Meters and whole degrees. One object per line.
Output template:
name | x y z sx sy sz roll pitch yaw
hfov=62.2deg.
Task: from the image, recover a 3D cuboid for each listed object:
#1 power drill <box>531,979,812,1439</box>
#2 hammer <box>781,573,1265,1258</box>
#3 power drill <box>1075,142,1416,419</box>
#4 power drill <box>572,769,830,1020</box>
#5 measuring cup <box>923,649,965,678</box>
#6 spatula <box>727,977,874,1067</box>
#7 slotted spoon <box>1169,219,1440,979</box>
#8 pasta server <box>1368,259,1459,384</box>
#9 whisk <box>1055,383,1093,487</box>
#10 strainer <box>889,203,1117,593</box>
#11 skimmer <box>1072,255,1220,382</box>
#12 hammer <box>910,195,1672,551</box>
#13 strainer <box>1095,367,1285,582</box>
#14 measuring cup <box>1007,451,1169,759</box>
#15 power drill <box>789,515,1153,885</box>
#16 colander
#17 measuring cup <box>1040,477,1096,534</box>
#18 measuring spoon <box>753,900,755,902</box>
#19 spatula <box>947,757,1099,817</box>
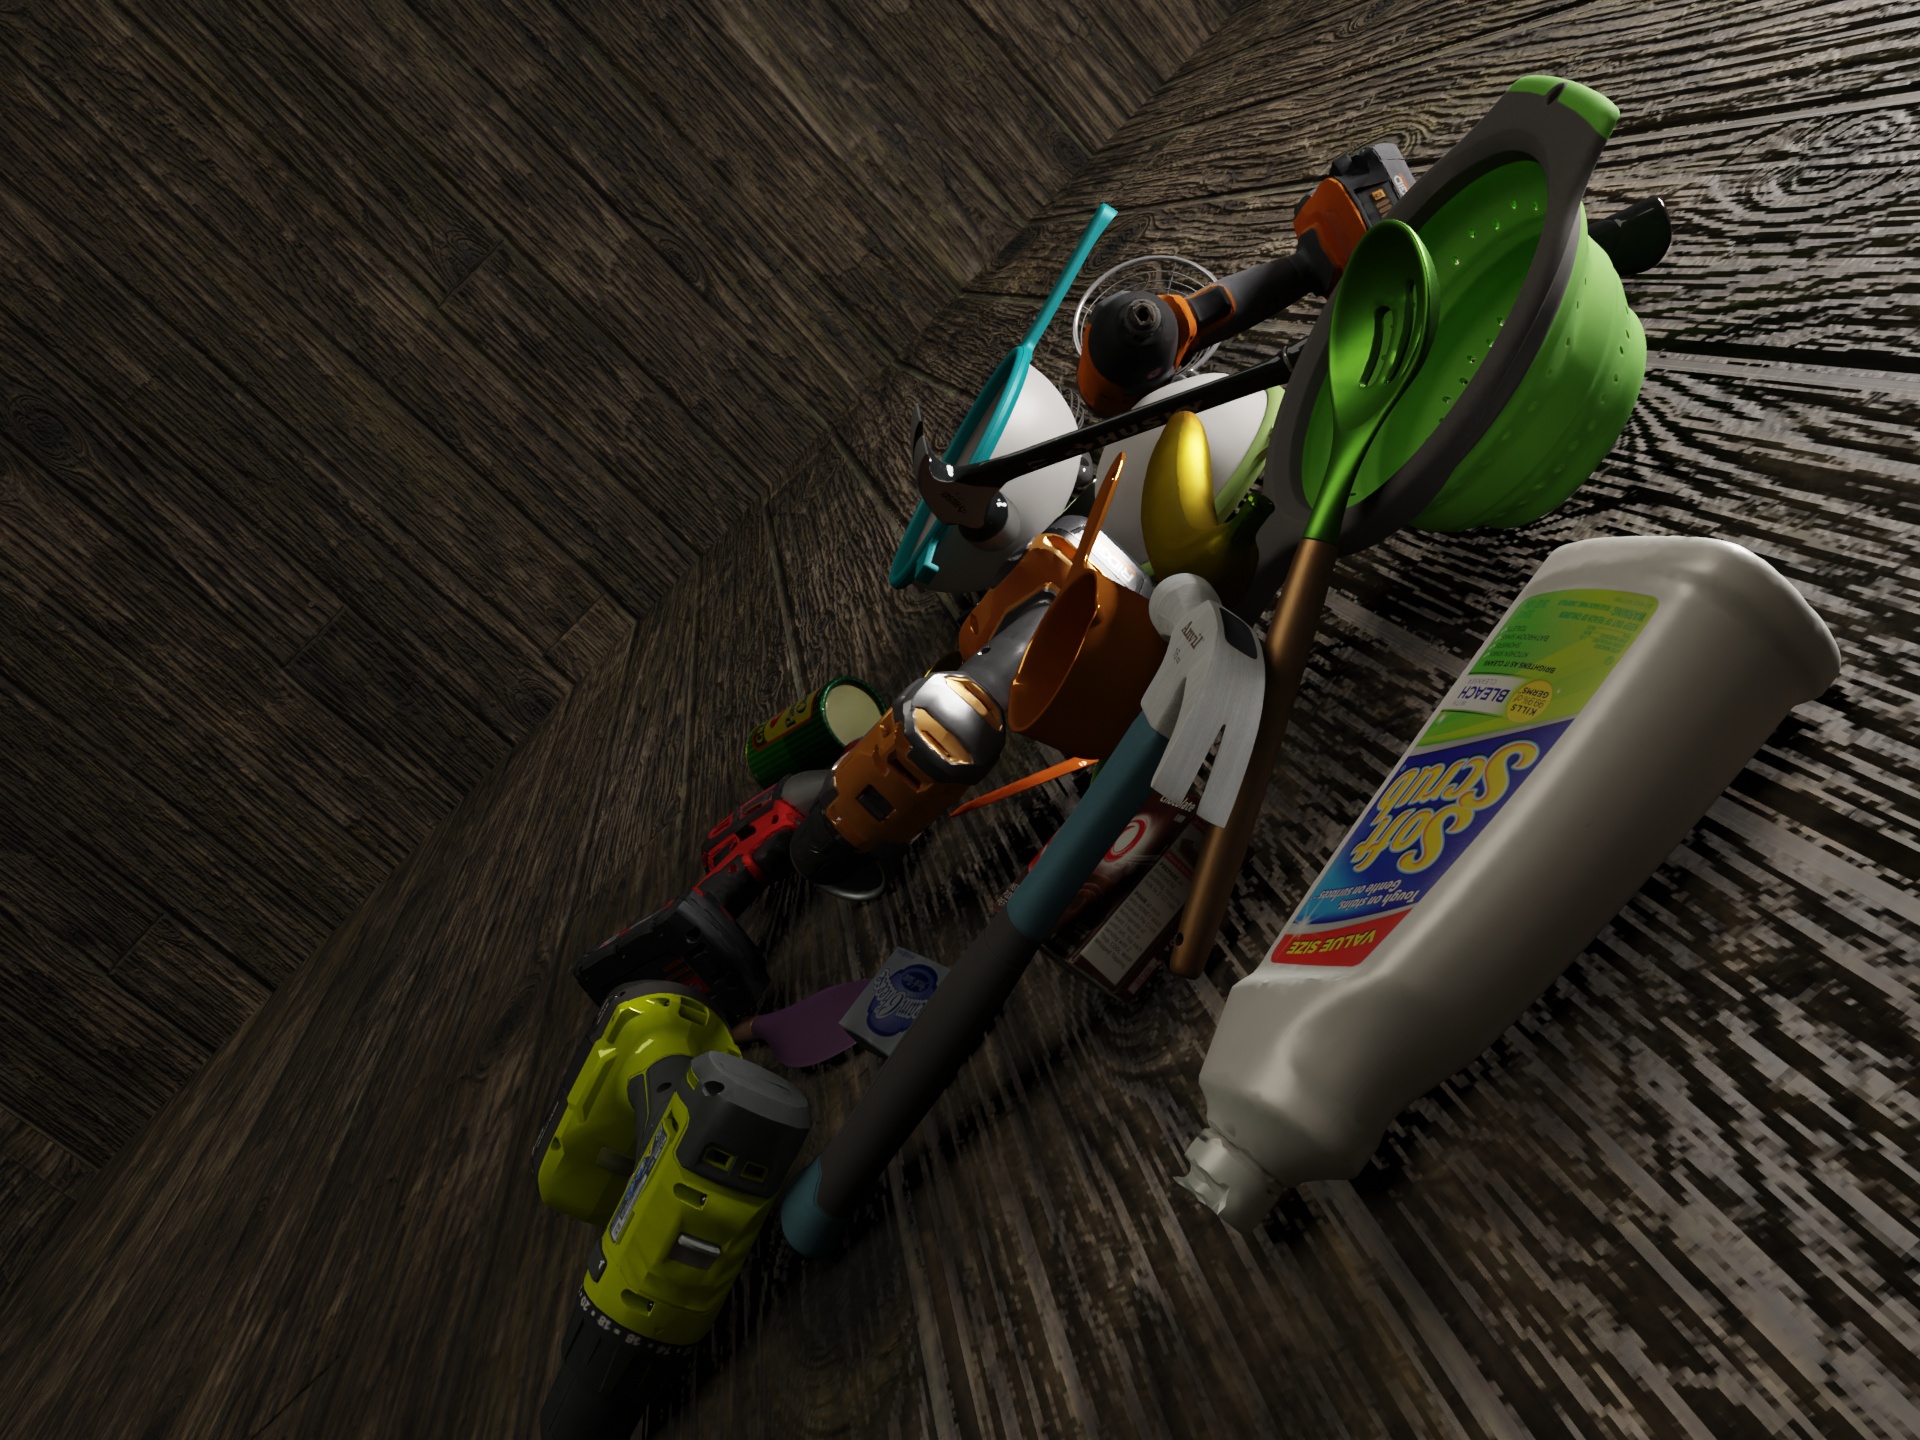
power drill | -0.158 0.236 0.792 0.190 0.080 0.229 -63 19 -1
hammer | 0.020 0.094 0.666 0.331 0.033 0.128 -56 16 16
power drill | 0.180 -0.271 1.004 0.226 0.084 0.164 -27 -1 2
power drill | -0.143 0.110 1.042 0.143 0.078 0.220 -31 14 32
measuring cup | -0.023 0.023 1.082 0.062 0.029 0.157 -21 42 54
spatula | -0.133 0.189 0.960 0.316 0.018 0.060 -21 29 53
slotted spoon | 0.136 -0.047 0.642 0.070 0.031 0.314 17 89 70
pasta server | 0.196 -0.152 0.923 0.316 0.040 0.060 -50 5 -7
whisk | 0.089 -0.246 1.379 0.055 0.055 0.239 -41 21 15
strainer | 0.064 -0.234 1.245 0.340 0.095 0.211 -61 10 0
skimmer | 0.166 -0.274 1.171 0.127 0.090 0.364 -23 22 4
hammer | 0.161 -0.187 0.845 0.409 0.036 0.149 -18 -18 19
strainer | 0.095 -0.125 0.998 0.256 0.069 0.152 -49 15 19
measuring cup | 0.078 -0.059 0.797 0.095 0.052 0.174 -43 24 58
power drill | -0.001 -0.003 0.908 0.226 0.084 0.185 -47 1 -41
colander | 0.191 -0.088 0.737 0.397 0.094 0.205 -59 16 24
measuring cup | 0.093 -0.144 1.170 0.083 0.038 0.167 -45 1 10
measuring spoon | -0.173 0.120 1.209 0.034 0.018 0.124 -48 18 -8
spatula | 0.118 -0.050 0.869 0.322 0.041 0.081 -46 0 -6
